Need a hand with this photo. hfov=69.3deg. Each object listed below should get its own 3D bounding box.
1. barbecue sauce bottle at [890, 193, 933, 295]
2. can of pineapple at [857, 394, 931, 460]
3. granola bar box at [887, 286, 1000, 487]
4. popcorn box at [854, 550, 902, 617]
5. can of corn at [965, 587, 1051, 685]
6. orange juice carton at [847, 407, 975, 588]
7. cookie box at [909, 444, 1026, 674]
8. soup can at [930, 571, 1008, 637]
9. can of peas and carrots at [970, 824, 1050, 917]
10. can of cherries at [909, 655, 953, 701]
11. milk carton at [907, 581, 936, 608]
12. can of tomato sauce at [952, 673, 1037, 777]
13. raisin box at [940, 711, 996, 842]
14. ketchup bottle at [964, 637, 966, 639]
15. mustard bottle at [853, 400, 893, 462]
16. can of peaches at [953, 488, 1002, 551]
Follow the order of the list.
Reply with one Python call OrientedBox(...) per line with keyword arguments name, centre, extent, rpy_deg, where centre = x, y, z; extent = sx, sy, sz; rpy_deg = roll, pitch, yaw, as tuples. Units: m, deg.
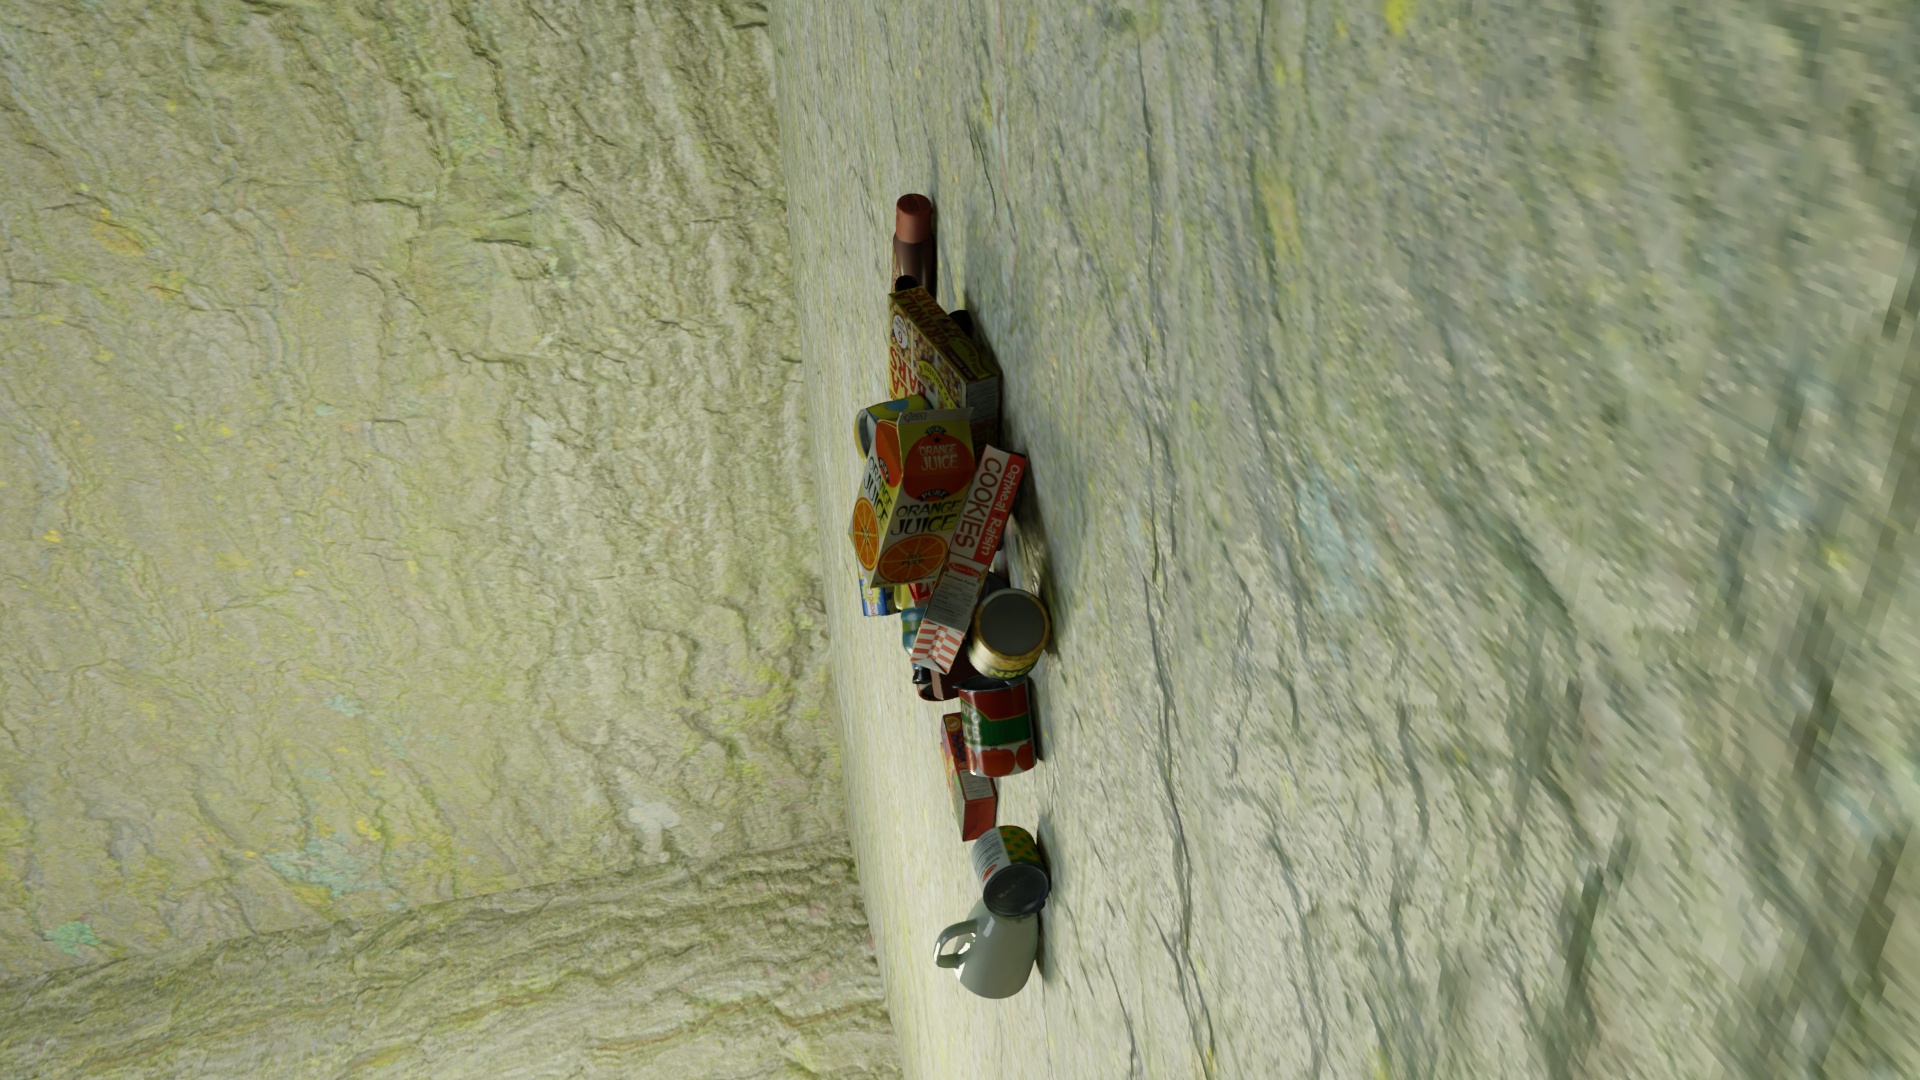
OrientedBox(name="barbecue sauce bottle", centre=(-0.051, -0.297, 1.471), extent=(0.147, 0.044, 0.065), rpy_deg=(96, 164, -51))
OrientedBox(name="can of pineapple", centre=(-0.057, -0.098, 1.304), extent=(0.071, 0.058, 0.070), rpy_deg=(52, 153, 42))
OrientedBox(name="granola bar box", centre=(-0.017, -0.145, 1.306), extent=(0.166, 0.039, 0.123), rpy_deg=(53, 152, 42))
OrientedBox(name="popcorn box", centre=(-0.066, 0.038, 1.614), extent=(0.038, 0.127, 0.085), rpy_deg=(-7, 92, 35))
OrientedBox(name="can of corn", centre=(0.042, 0.082, 1.183), extent=(0.058, 0.071, 0.071), rpy_deg=(107, 153, -66))
OrientedBox(name="orange juice carton", centre=(-0.042, -0.048, 1.252), extent=(0.191, 0.072, 0.073), rpy_deg=(110, 145, -44))
OrientedBox(name="cookie box", centre=(0.007, 0.018, 1.188), extent=(0.122, 0.040, 0.168), rpy_deg=(108, -178, -67))
OrientedBox(name="soup can", centre=(0.007, 0.057, 1.345), extent=(0.084, 0.071, 0.071), rpy_deg=(-175, 77, -80))
OrientedBox(name="can of peas and carrots", centre=(0.049, 0.318, 1.333), extent=(0.059, 0.071, 0.070), rpy_deg=(-114, 19, -59))
OrientedBox(name="can of cherries", centre=(-0.021, 0.146, 1.592), extent=(0.071, 0.071, 0.058), rpy_deg=(98, 160, -57))
OrientedBox(name="milk carton", centre=(-0.030, -0.009, 1.424), extent=(0.074, 0.072, 0.189), rpy_deg=(-118, 12, -48))
OrientedBox(name="can of tomato sauce", centre=(0.033, 0.170, 1.288), extent=(0.071, 0.071, 0.083), rpy_deg=(-150, 52, -77))
OrientedBox(name="raisin box", centre=(0.007, 0.270, 1.598), extent=(0.085, 0.040, 0.124), rpy_deg=(92, 167, -47))
OrientedBox(name="ketchup bottle", centre=(0.016, 0.126, 1.426), extent=(0.064, 0.043, 0.149), rpy_deg=(98, 161, -54))
OrientedBox(name="mustard bottle", centre=(-0.074, -0.125, 1.534), extent=(0.160, 0.049, 0.065), rpy_deg=(168, 92, -67))
OrientedBox(name="can of peaches", centre=(0.005, -0.017, 1.334), extent=(0.071, 0.058, 0.071), rpy_deg=(174, 88, -79))
